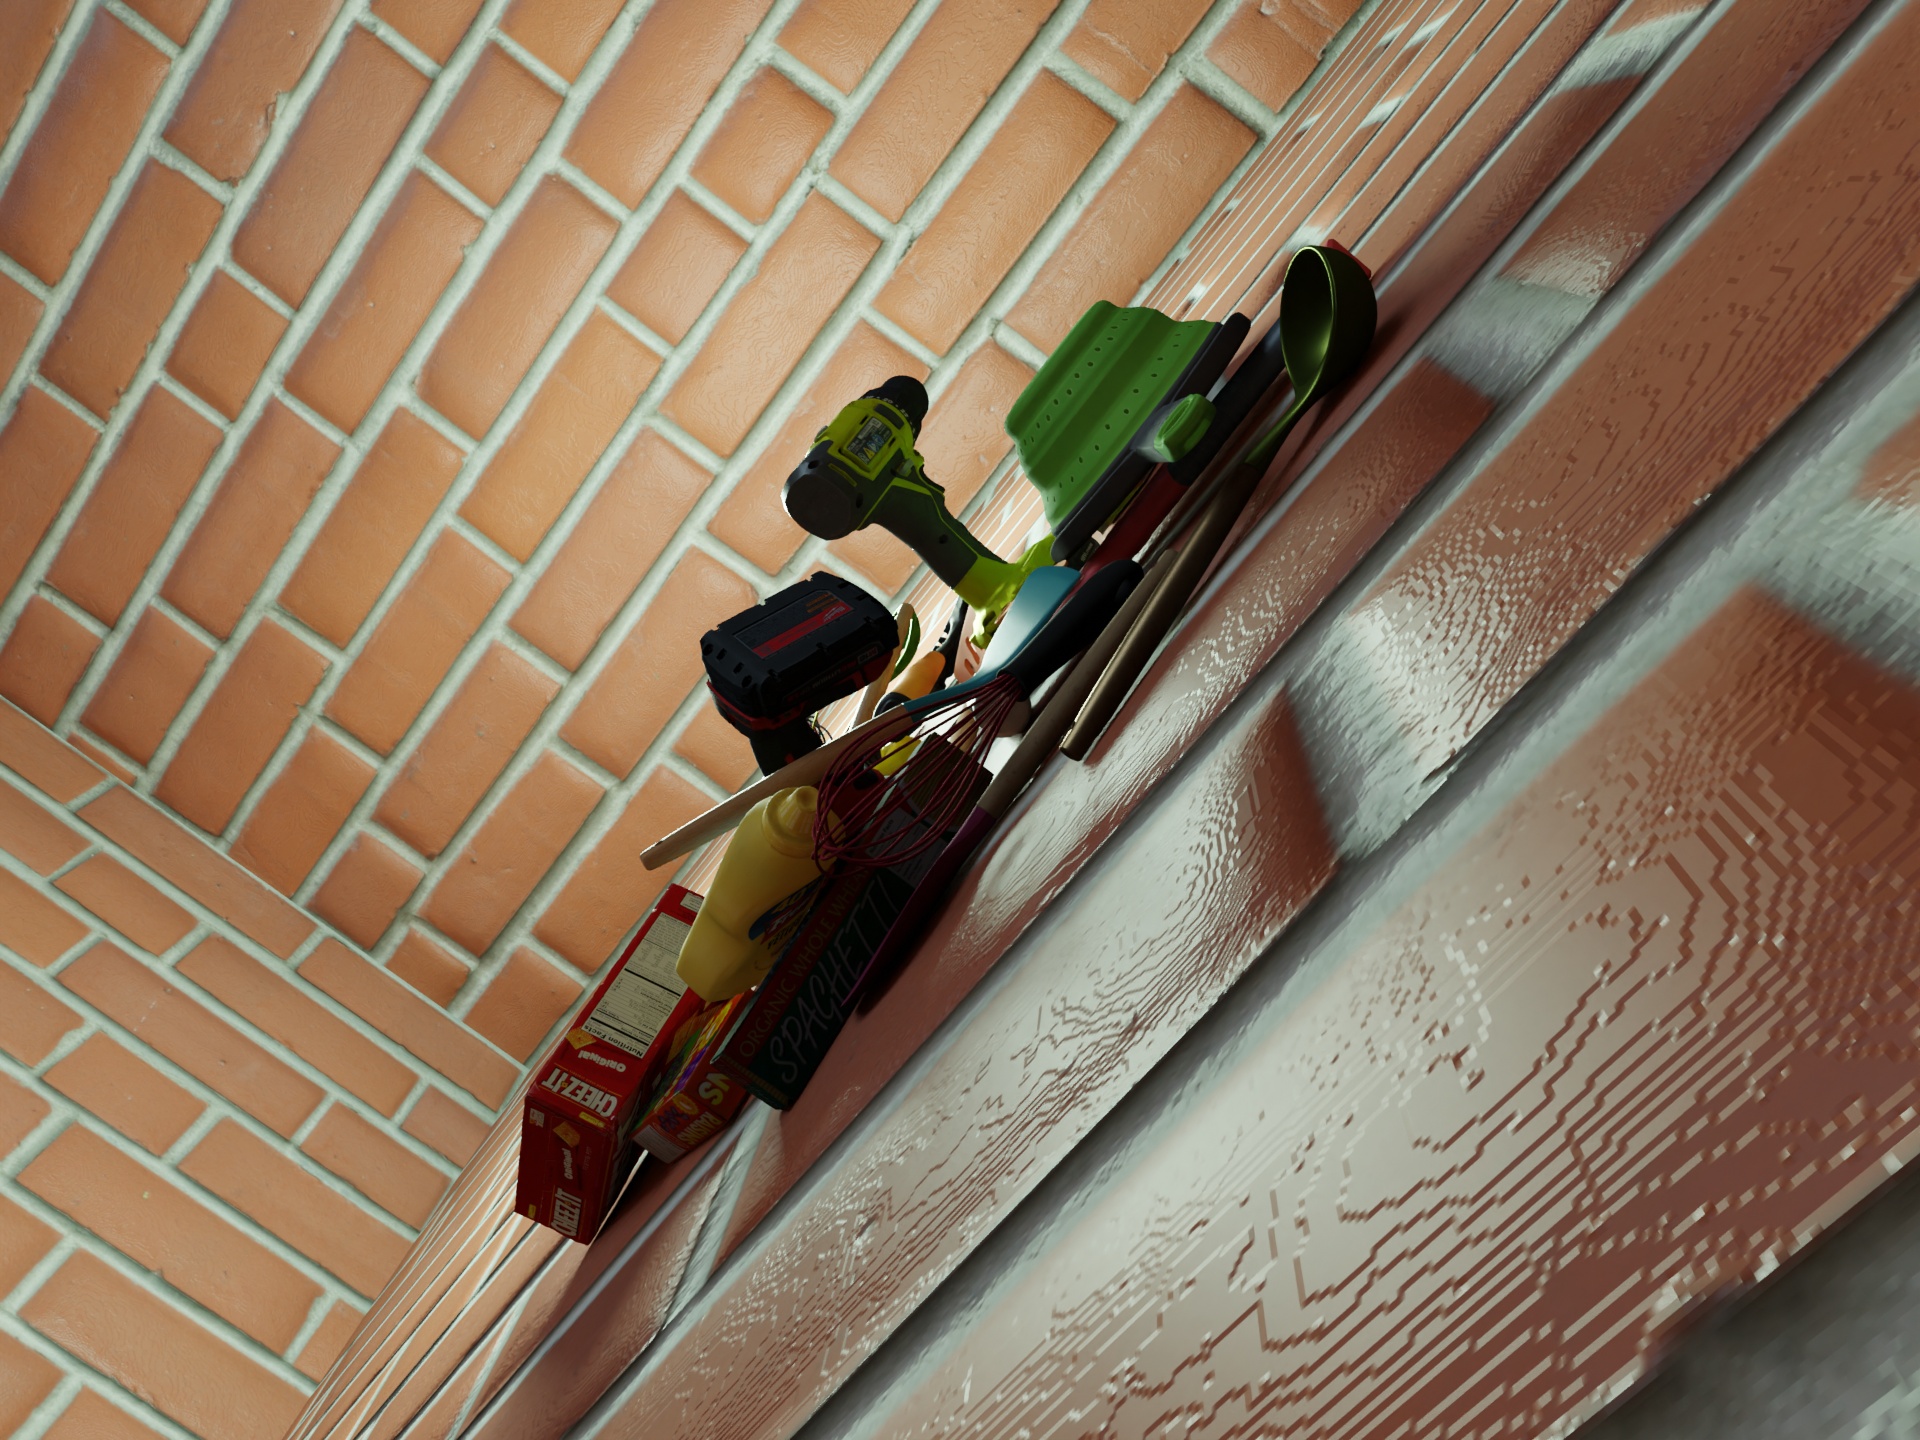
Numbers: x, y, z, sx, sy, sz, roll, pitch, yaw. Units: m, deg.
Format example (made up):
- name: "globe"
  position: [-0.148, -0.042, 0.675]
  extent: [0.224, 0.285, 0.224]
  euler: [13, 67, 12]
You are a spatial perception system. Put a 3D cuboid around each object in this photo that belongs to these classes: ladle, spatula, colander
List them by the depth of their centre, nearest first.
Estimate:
- name: "ladle"
  position: [0.131, -0.119, 0.848]
  extent: [0.320, 0.062, 0.078]
  euler: [-57, 2, -13]
- name: "spatula"
  position: [-0.061, -0.001, 0.983]
  extent: [0.317, 0.044, 0.082]
  euler: [-30, 16, -11]
- name: "colander"
  position: [0.093, -0.200, 0.990]
  extent: [0.204, 0.094, 0.397]
  euler: [-52, 4, 8]
- name: "spatula"
  position: [-0.002, -0.004, 1.179]
  extent: [0.323, 0.041, 0.081]
  euler: [-71, -4, -64]
- name: "spatula"
  position: [-0.089, 0.026, 1.296]
  extent: [0.059, 0.018, 0.316]
  euler: [-50, 18, 55]

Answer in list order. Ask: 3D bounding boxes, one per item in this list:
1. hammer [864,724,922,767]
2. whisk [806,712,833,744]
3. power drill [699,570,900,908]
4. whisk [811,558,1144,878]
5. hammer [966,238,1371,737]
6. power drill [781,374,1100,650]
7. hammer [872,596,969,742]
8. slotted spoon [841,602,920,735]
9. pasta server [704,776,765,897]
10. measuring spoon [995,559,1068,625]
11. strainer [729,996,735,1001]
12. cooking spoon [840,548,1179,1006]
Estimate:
- name: "hammer"
  position: [-0.085, 0.060, 1.383]
  extent: [0.146, 0.035, 0.335]
  euler: [-46, 9, 1]
- name: "whisk"
  position: [-0.153, 0.103, 1.350]
  extent: [0.047, 0.051, 0.245]
  euler: [-18, 53, 51]
- name: "power drill"
  position: [-0.087, 0.019, 1.069]
  extent: [0.143, 0.079, 0.219]
  euler: [-31, -45, -25]
- name: "whisk"
  position: [0.018, -0.009, 0.914]
  extent: [0.296, 0.073, 0.073]
  euler: [-43, 1, -32]
- name: "hammer"
  position: [0.134, -0.153, 1.064]
  extent: [0.386, 0.038, 0.143]
  euler: [-52, 6, 6]
- name: "power drill"
  position: [-0.007, -0.159, 1.212]
  extent: [0.080, 0.228, 0.191]
  euler: [-46, 9, 41]
- name: "hammer"
  position: [-0.025, -0.047, 1.373]
  extent: [0.127, 0.034, 0.337]
  euler: [-63, -1, 15]
- name: "slotted spoon"
  position: [-0.100, 0.029, 1.349]
  extent: [0.070, 0.031, 0.314]
  euler: [-32, 28, 56]
- name: "pasta server"
  position: [-0.207, 0.160, 1.368]
  extent: [0.060, 0.040, 0.316]
  euler: [-2, 53, 45]
- name: "measuring spoon"
  position: [0.051, -0.086, 1.092]
  extent: [0.021, 0.011, 0.117]
  euler: [-56, 9, -23]
- name: "strainer"
  position: [-0.206, 0.193, 1.394]
  extent: [0.256, 0.069, 0.151]
  euler: [-52, 7, 14]
- name: "cooking spoon"
  position: [0.030, 0.031, 0.893]
  extent: [0.319, 0.017, 0.068]
  euler: [-53, -2, -7]
